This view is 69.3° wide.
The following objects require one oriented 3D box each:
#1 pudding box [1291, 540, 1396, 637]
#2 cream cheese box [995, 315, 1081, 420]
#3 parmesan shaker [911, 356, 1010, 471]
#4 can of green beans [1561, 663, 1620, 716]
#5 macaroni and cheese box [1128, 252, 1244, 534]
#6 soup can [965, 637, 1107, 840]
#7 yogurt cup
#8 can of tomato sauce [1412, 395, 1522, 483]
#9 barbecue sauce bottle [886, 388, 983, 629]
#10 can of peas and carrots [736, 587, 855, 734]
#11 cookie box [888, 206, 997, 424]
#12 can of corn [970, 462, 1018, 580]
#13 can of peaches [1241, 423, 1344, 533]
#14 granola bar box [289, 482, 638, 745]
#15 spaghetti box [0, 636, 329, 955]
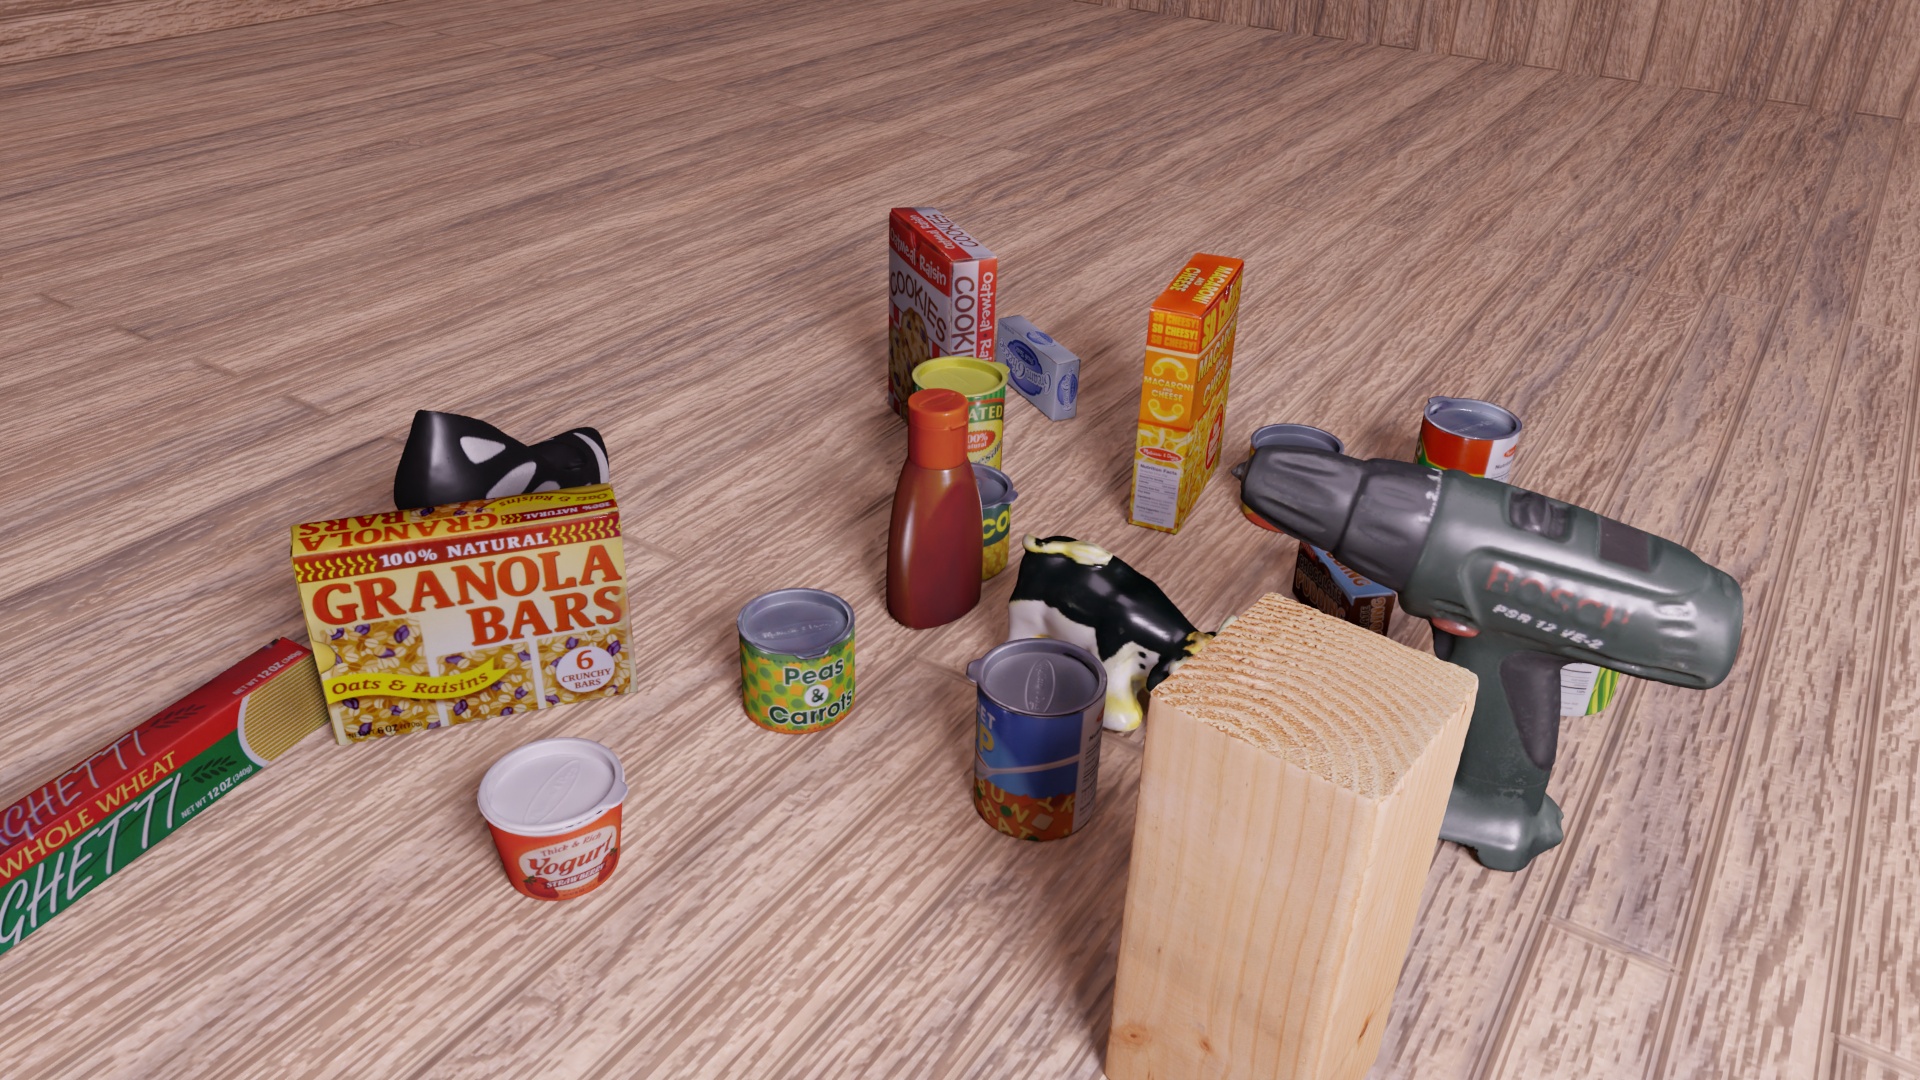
[{"bbox_3d":[0.242,0.033,0.879,0.030,0.049,0.084,-4,31,-10],"label":"pudding box"},{"bbox_3d":[0.064,-0.145,1.161,0.024,0.053,0.104,-13,34,-23],"label":"cream cheese box"},{"bbox_3d":[0.001,-0.071,0.987,0.071,0.102,0.071,1,31,-1],"label":"parmesan shaker"},{"bbox_3d":[0.361,0.063,0.828,0.071,0.057,0.071,1,31,-1],"label":"can of green beans"},{"bbox_3d":[0.163,-0.107,0.994,0.040,0.165,0.124,14,33,19],"label":"macaroni and cheese box"},{"bbox_3d":[0.037,0.102,0.719,0.071,0.083,0.072,1,31,-1],"label":"soup can"},{"bbox_3d":[-0.196,0.137,0.676,0.072,0.053,0.073,1,31,-1],"label":"yogurt cup"},{"bbox_3d":[0.356,-0.052,0.994,0.071,0.082,0.071,1,31,-1],"label":"can of tomato sauce"},{"bbox_3d":[-0.015,-0.020,0.856,0.065,0.147,0.044,-23,39,-35],"label":"barbecue sauce bottle"},{"bbox_3d":[-0.092,0.070,0.790,0.071,0.058,0.071,1,31,-1],"label":"can of peas and carrots"},{"bbox_3d":[-0.017,-0.158,1.068,0.040,0.166,0.123,-11,33,-21],"label":"cookie box"},{"bbox_3d":[0.003,-0.012,0.931,0.071,0.058,0.071,1,31,-1],"label":"can of corn"},{"bbox_3d":[0.238,-0.043,0.997,0.071,0.057,0.071,1,31,-1],"label":"can of peaches"},{"bbox_3d":[-0.267,0.040,0.766,0.166,0.123,0.039,-9,32,-18],"label":"granola bar box"},{"bbox_3d":[-0.417,0.133,0.674,0.029,0.050,0.251,15,33,20],"label":"spaghetti box"}]
